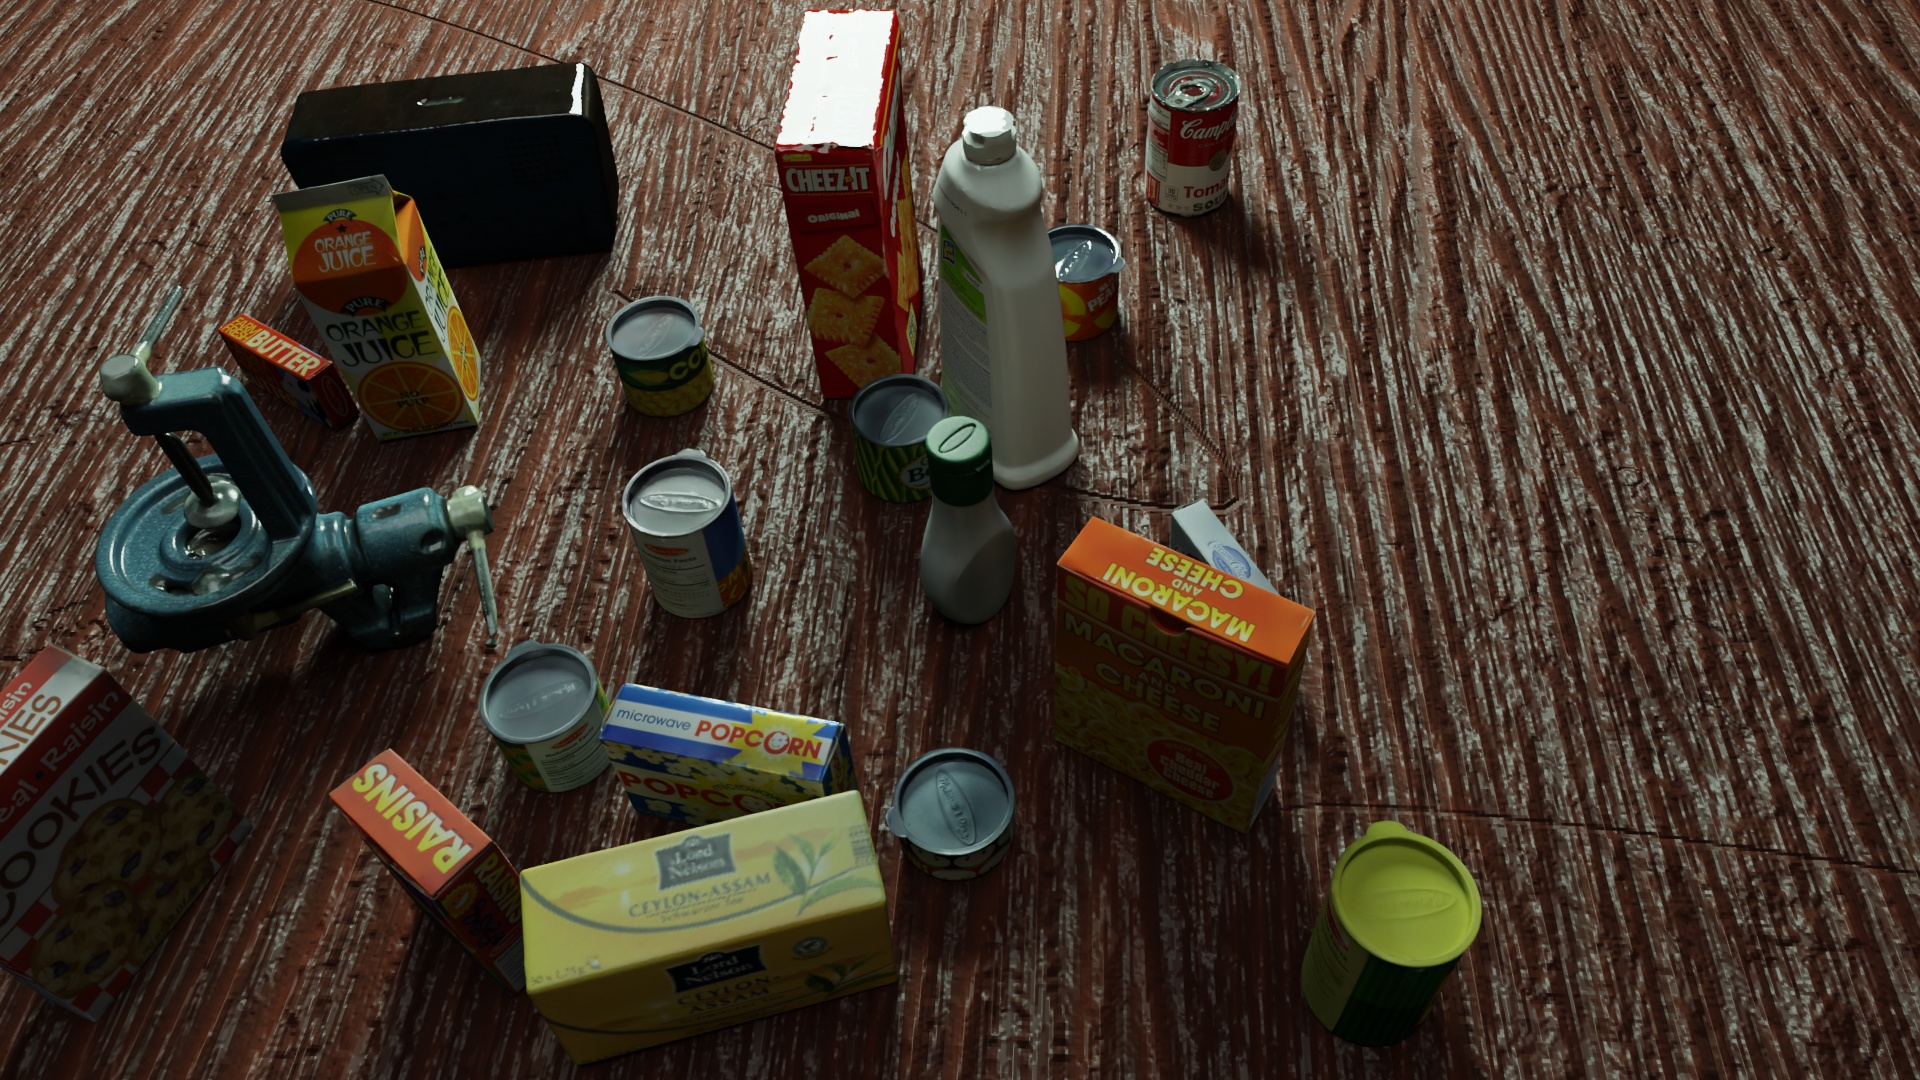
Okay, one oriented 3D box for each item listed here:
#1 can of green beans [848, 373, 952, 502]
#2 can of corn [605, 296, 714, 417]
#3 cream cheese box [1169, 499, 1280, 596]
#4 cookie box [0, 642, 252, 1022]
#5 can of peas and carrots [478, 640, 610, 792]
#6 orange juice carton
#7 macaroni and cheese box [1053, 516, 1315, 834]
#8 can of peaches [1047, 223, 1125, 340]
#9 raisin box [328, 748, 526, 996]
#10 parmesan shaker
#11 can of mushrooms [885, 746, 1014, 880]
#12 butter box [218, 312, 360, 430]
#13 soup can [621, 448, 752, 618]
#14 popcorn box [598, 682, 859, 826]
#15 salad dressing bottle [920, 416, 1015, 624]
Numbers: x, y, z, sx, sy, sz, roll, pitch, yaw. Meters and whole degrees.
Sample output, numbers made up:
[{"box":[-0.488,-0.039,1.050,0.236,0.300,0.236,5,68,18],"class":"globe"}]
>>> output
[{"box":[-0.039,-0.068,0.926,0.071,0.057,0.071,-2,51,2],"class":"can of green beans"},{"box":[-0.210,-0.129,0.987,0.071,0.058,0.071,-2,51,2],"class":"can of corn"},{"box":[0.162,0.029,0.838,0.024,0.053,0.104,-22,53,-14],"class":"cream cheese box"},{"box":[-0.449,0.150,0.701,0.040,0.166,0.123,16,54,16],"class":"cookie box"},{"box":[-0.236,0.101,0.799,0.071,0.058,0.071,-2,51,2],"class":"can of peas and carrots"},{"box":[-0.389,-0.161,0.937,0.072,0.191,0.073,-10,51,-5],"class":"orange juice carton"},{"box":[0.111,0.075,0.730,0.124,0.165,0.040,24,56,21],"class":"macaroni and cheese box"},{"box":[0.086,-0.188,1.018,0.071,0.057,0.071,-2,51,2],"class":"can of peaches"},{"box":[-0.257,0.169,0.702,0.086,0.122,0.040,32,59,26],"class":"raisin box"},{"box":[0.204,0.191,0.670,0.071,0.102,0.072,-2,51,2],"class":"parmesan shaker"},{"box":[-0.005,0.150,0.760,0.071,0.033,0.071,-2,51,2],"class":"can of mushrooms"},{"box":[-0.484,-0.122,1.000,0.103,0.052,0.024,27,57,23],"class":"butter box"},{"box":[-0.167,-0.004,0.864,0.071,0.083,0.072,-2,51,2],"class":"soup can"},{"box":[-0.123,0.124,0.755,0.127,0.084,0.038,9,52,11],"class":"popcorn box"},{"box":[0.003,-0.010,0.819,0.044,0.146,0.064,35,61,28],"class":"salad dressing bottle"}]
